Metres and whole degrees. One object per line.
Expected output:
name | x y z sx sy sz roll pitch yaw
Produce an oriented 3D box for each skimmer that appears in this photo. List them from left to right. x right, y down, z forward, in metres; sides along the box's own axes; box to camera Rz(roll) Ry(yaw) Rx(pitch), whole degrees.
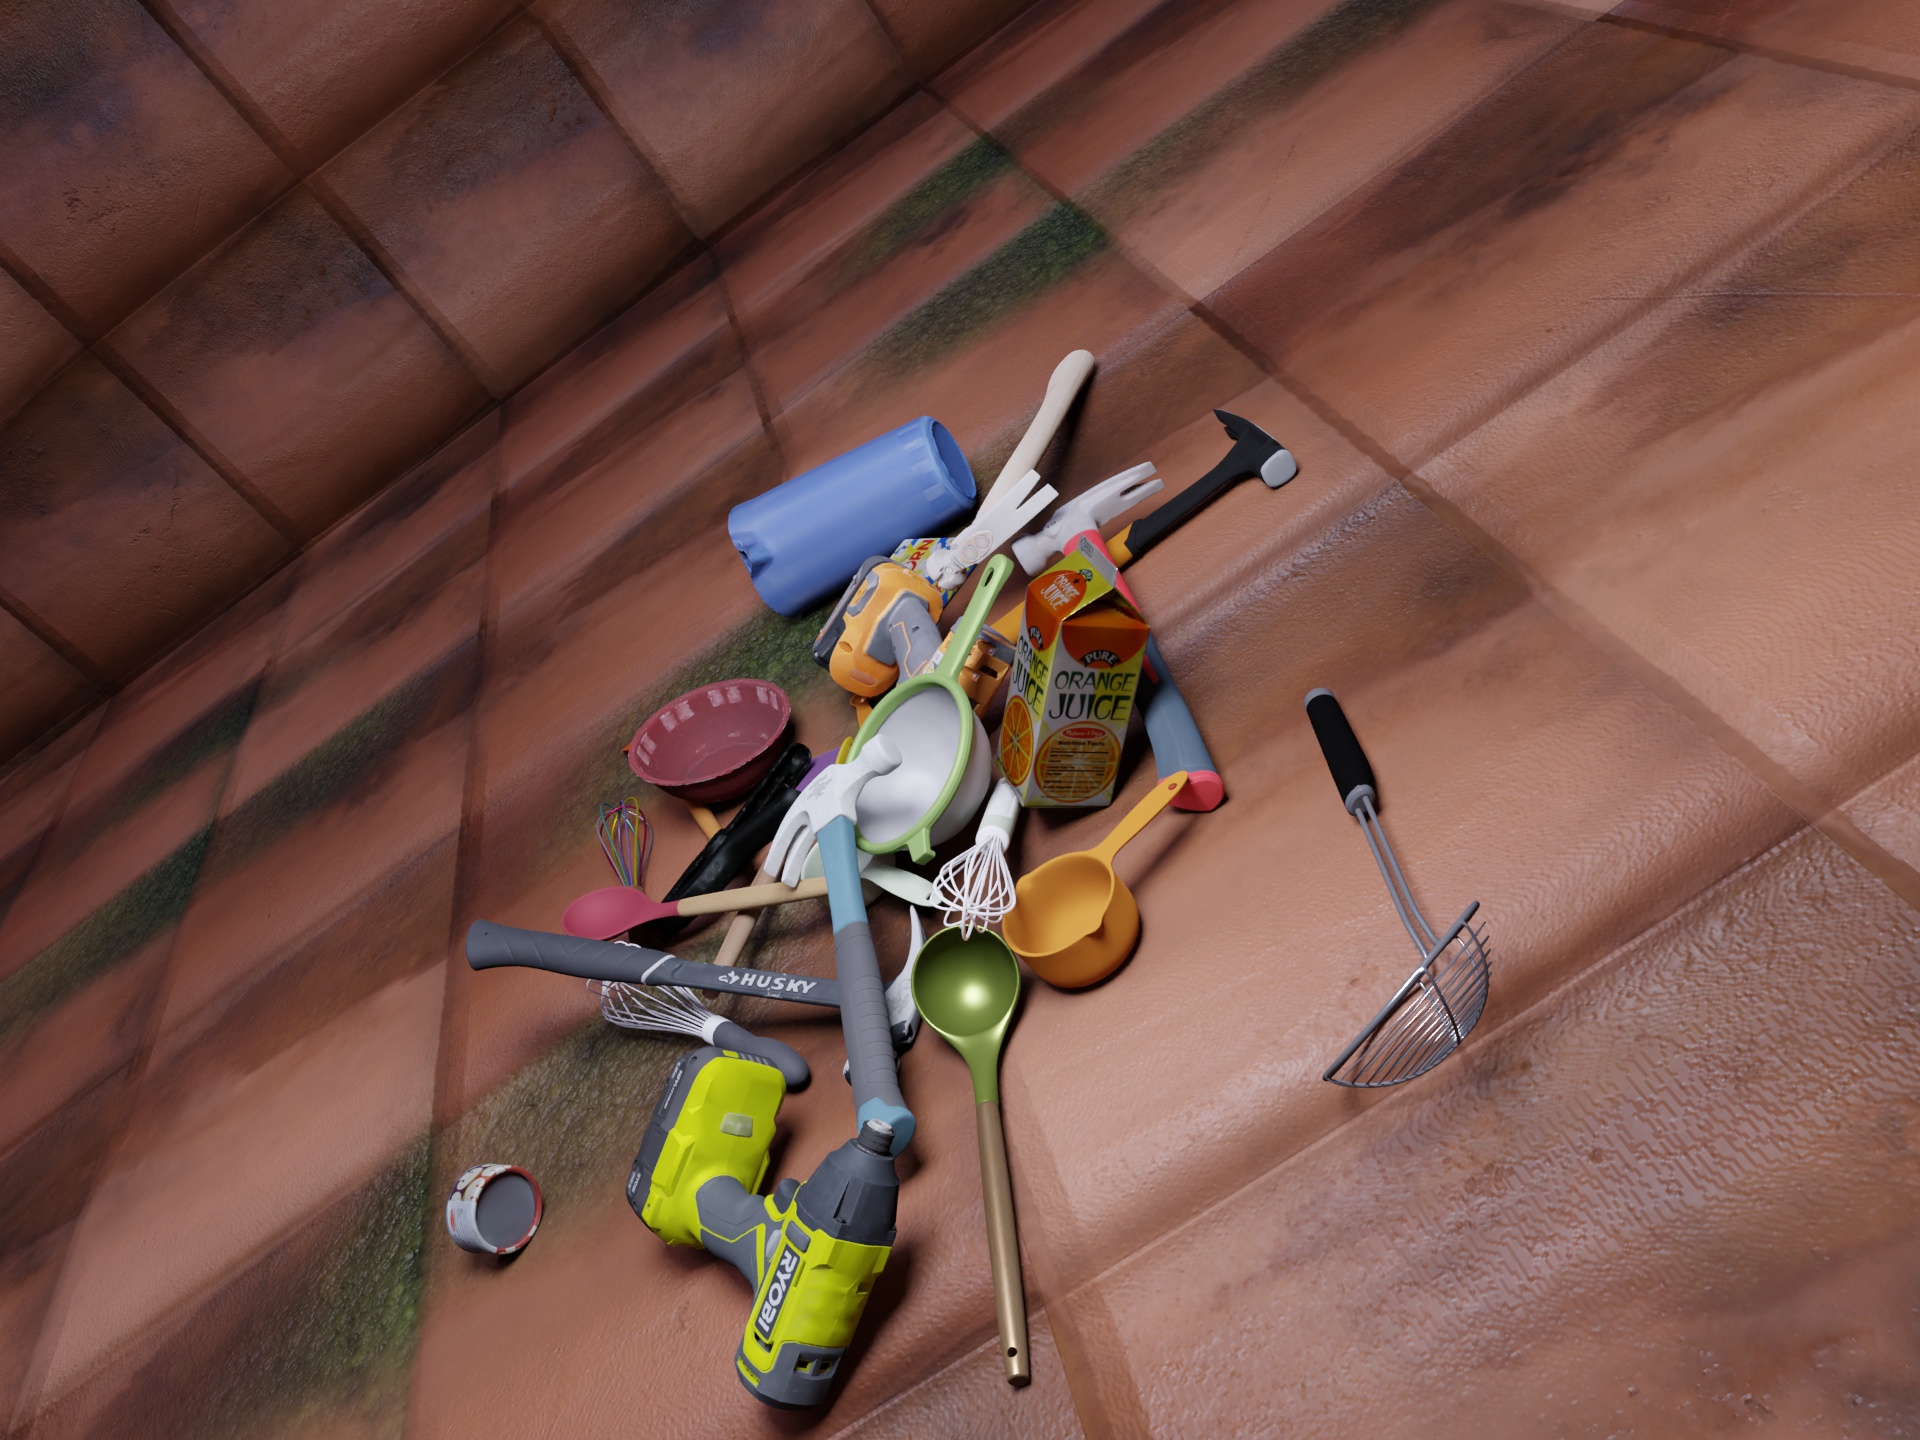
skimmer | 0.235 0.075 0.968 0.127 0.090 0.364 -60 19 29

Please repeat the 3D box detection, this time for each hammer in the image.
hammer | -0.213 0.190 1.223 0.409 0.036 0.149 4 45 24
hammer | -0.075 0.160 1.126 0.128 0.033 0.331 -37 41 21
hammer | 0.079 -0.275 1.547 0.146 0.038 0.411 -39 16 36
hammer | 0.134 -0.151 1.413 0.337 0.034 0.127 -37 32 3
hammer | 0.147 -0.072 1.260 0.143 0.038 0.387 -31 38 10

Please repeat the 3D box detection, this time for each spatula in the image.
spatula | -0.277 0.058 1.583 0.081 0.041 0.323 -41 36 -4
spatula | -0.156 0.119 1.351 0.060 0.018 0.316 -21 27 29

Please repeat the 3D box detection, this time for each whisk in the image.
whisk | -0.306 0.145 1.481 0.047 0.051 0.245 -31 35 2
whisk | -0.209 0.235 1.257 0.285 0.070 0.070 13 58 47
whisk | 0.022 0.090 1.151 0.058 0.059 0.246 6 19 7

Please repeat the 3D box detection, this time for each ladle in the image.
ladle | -0.208 0.149 1.304 0.315 0.031 0.069 -12 31 34
ladle | 0.015 0.258 0.998 0.078 0.062 0.320 -20 38 10

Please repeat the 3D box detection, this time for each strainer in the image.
strainer | -0.002 -0.004 1.251 0.152 0.069 0.256 15 78 55

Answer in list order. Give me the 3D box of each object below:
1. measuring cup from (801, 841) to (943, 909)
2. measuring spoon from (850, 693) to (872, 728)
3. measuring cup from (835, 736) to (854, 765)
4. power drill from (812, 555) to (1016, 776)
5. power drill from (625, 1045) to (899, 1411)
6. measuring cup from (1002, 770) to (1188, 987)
measuring cup | -0.060 0.129 1.256 0.168 0.038 0.083 17 61 49
measuring spoon | -0.081 0.008 1.457 0.021 0.011 0.117 -28 36 2
measuring cup | -0.096 0.053 1.384 0.029 0.062 0.157 -16 26 14
power drill | -0.054 -0.030 1.387 0.185 0.084 0.226 -57 34 9
power drill | -0.122 0.304 1.020 0.223 0.080 0.171 21 90 55
measuring cup | 0.107 0.110 1.094 0.173 0.052 0.095 -45 32 -13
